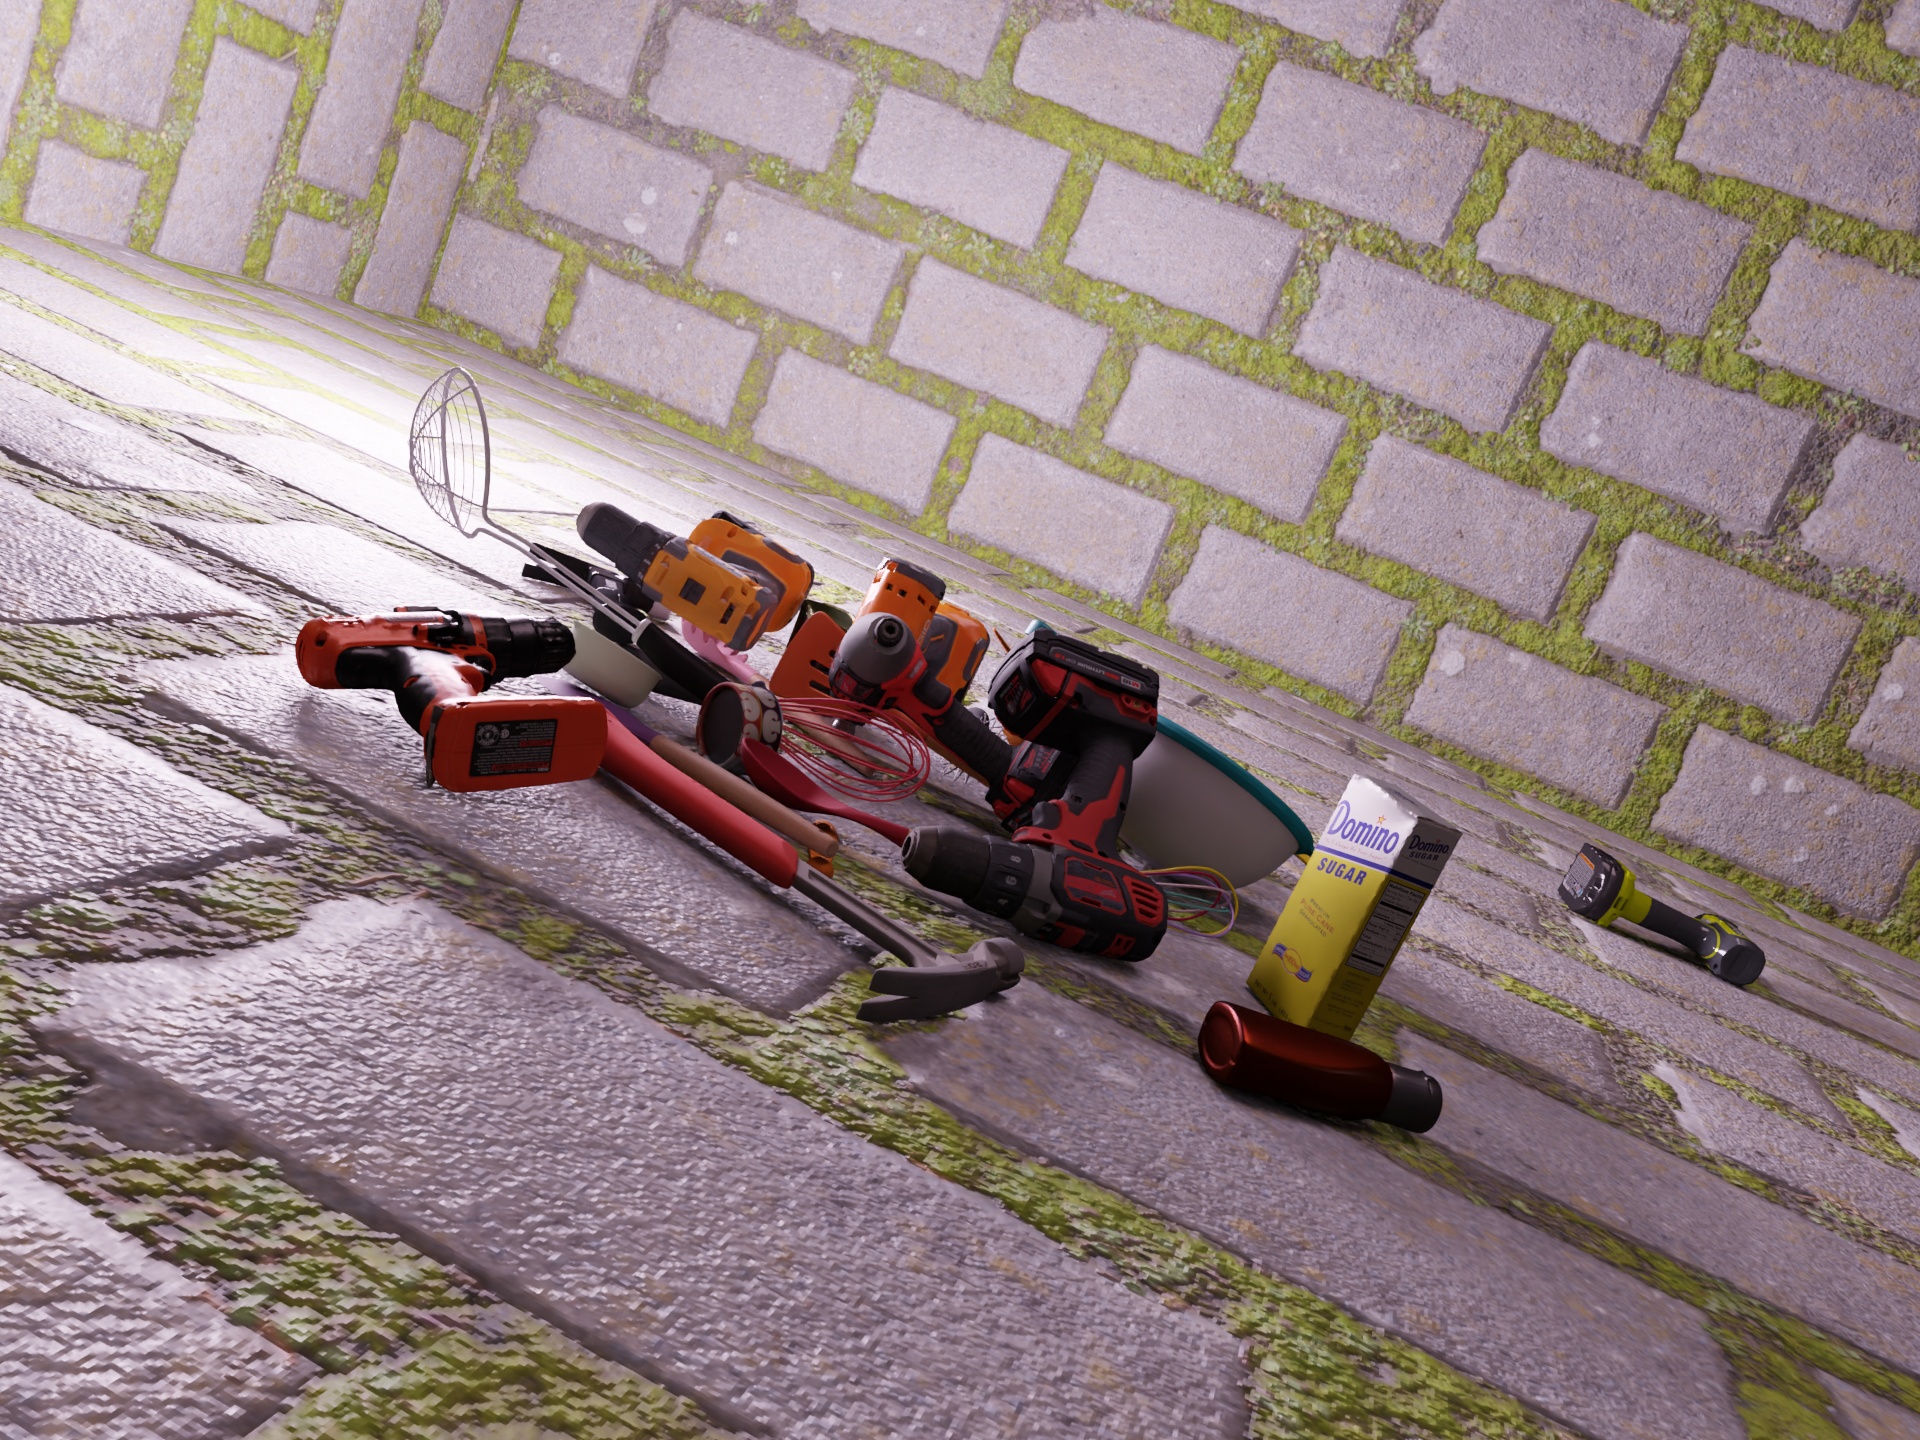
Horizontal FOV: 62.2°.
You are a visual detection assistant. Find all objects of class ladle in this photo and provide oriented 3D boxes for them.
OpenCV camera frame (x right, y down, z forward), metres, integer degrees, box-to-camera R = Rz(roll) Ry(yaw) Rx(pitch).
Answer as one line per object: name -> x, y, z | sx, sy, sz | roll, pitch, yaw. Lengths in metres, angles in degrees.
ladle -> -0.015, 0.092, 1.116 | 0.315, 0.031, 0.069 | 25, 10, -4

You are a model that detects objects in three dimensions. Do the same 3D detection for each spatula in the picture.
spatula -> -0.008, 0.027, 1.335 | 0.322, 0.081, 0.041 | 33, -1, 3
spatula -> -0.197, 0.026, 1.107 | 0.316, 0.018, 0.059 | 27, 5, 36

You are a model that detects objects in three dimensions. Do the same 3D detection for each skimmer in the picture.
skimmer -> -0.276, -0.123, 1.214 | 0.363, 0.127, 0.090 | 37, 50, -3

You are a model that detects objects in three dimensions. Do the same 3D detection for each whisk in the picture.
whisk -> 0.013, 0.013, 1.495 | 0.070, 0.070, 0.284 | 22, 6, -2
whisk -> -0.159, -0.006, 1.250 | 0.296, 0.073, 0.073 | 20, 10, 16
whisk -> 0.107, 0.120, 1.198 | 0.244, 0.047, 0.051 | 13, 15, -24

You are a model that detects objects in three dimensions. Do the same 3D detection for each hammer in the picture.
hammer -> -0.134, 0.075, 0.968 | 0.359, 0.036, 0.149 | 29, 13, 30
hammer -> -0.314, -0.107, 1.403 | 0.146, 0.035, 0.335 | 19, 5, -16

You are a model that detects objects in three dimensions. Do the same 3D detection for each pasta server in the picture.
pasta server -> -0.163, -0.031, 1.405 | 0.060, 0.040, 0.316 | 25, 7, -46

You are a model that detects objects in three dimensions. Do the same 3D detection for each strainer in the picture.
strainer -> 0.146, 0.046, 1.318 | 0.340, 0.095, 0.211 | 39, -7, -33

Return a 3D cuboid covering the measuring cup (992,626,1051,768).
measuring cup -> 0.055, -0.008, 1.473 | 0.173, 0.052, 0.095 | 56, 4, -27

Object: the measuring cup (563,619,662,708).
measuring cup -> -0.291, -0.046, 1.238 | 0.083, 0.038, 0.168 | 37, -11, -32

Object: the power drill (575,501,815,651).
power drill -> -0.235, -0.140, 1.438 | 0.185, 0.084, 0.226 | 32, 12, 2

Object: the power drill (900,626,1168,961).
power drill -> 0.056, 0.048, 1.112 | 0.187, 0.080, 0.227 | 19, 51, -17

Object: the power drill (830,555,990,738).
power drill -> -0.053, -0.050, 1.465 | 0.084, 0.164, 0.226 | 25, -1, 15

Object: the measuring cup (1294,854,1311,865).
measuring cup -> 0.317, 0.153, 1.388 | 0.062, 0.029, 0.157 | 15, 26, -52

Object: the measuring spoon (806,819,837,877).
measuring spoon -> -0.092, 0.082, 1.071 | 0.021, 0.011, 0.117 | 21, 11, -7

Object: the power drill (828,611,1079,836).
power drill -> -0.002, -0.004, 1.253 | 0.219, 0.078, 0.143 | 35, -20, -1

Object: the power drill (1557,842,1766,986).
power drill -> 0.881, 0.244, 2.007 | 0.223, 0.080, 0.171 | 27, 12, 4
